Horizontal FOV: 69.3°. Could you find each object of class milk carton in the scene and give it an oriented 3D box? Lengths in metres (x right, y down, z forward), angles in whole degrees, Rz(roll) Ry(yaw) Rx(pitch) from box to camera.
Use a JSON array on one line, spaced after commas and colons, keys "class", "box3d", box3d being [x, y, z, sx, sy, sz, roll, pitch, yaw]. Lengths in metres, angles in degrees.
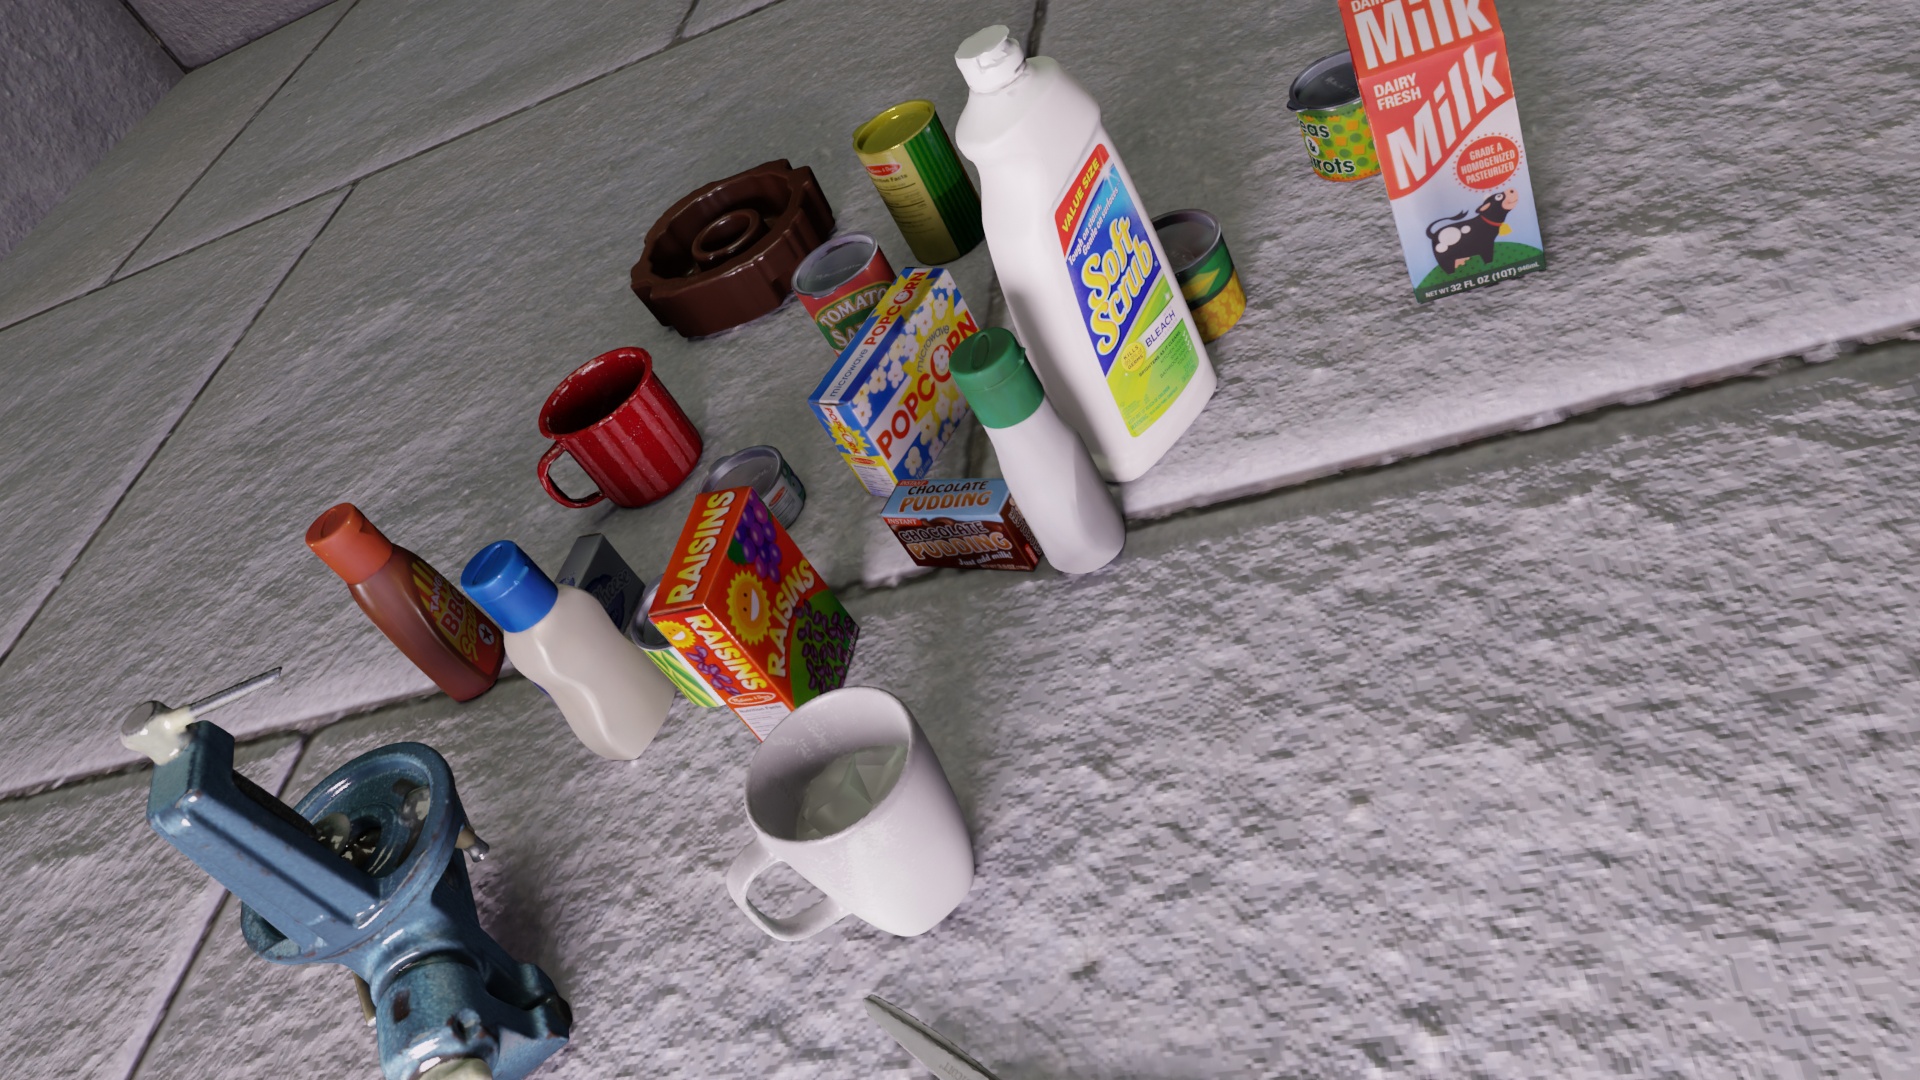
[{"class": "milk carton", "box3d": [0.255, -0.228, 0.740, 0.072, 0.189, 0.074, -15, 42, 20]}]

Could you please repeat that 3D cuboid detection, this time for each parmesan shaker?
[{"class": "parmesan shaker", "box3d": [-0.029, -0.267, 1.037, 0.071, 0.102, 0.072, -18, 41, 17]}]

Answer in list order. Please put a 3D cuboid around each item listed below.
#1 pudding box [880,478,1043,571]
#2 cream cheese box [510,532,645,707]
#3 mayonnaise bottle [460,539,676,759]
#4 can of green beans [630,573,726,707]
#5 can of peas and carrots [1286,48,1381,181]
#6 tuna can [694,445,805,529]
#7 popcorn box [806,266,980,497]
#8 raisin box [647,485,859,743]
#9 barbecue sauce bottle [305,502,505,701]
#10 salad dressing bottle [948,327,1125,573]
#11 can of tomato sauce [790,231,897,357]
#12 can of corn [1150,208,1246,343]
[{"class": "pudding box", "box3d": [0.003, -0.010, 0.788, 0.083, 0.049, 0.030, 2, 50, 35]}, {"class": "cream cheese box", "box3d": [-0.240, 0.051, 0.881, 0.024, 0.053, 0.104, -8, 45, 27]}, {"class": "mayonnaise bottle", "box3d": [-0.220, 0.060, 0.783, 0.041, 0.147, 0.065, -3, 47, 32]}, {"class": "can of green beans", "box3d": [-0.149, 0.055, 0.813, 0.071, 0.057, 0.071, -18, 41, 17]}, {"class": "can of peas and carrots", "box3d": [0.250, -0.273, 0.895, 0.071, 0.058, 0.071, -18, 41, 17]}, {"class": "tuna can", "box3d": [-0.139, -0.029, 0.916, 0.071, 0.032, 0.071, -18, 41, 17]}, {"class": "popcorn box", "box3d": [-0.034, -0.101, 0.880, 0.038, 0.085, 0.127, 6, 52, 38]}, {"class": "raisin box", "box3d": [-0.108, 0.043, 0.747, 0.040, 0.123, 0.086, -10, 44, 26]}, {"class": "barbecue sauce bottle", "box3d": [-0.357, 0.038, 0.896, 0.043, 0.148, 0.065, -25, 39, 9]}, {"class": "salad dressing bottle", "box3d": [0.041, -0.045, 0.723, 0.044, 0.147, 0.064, -14, 42, 22]}, {"class": "can of tomato sauce", "box3d": [-0.069, -0.161, 0.968, 0.071, 0.082, 0.071, -18, 41, 17]}, {"class": "can of corn", "box3d": [0.134, -0.158, 0.851, 0.071, 0.058, 0.071, -18, 41, 17]}]
